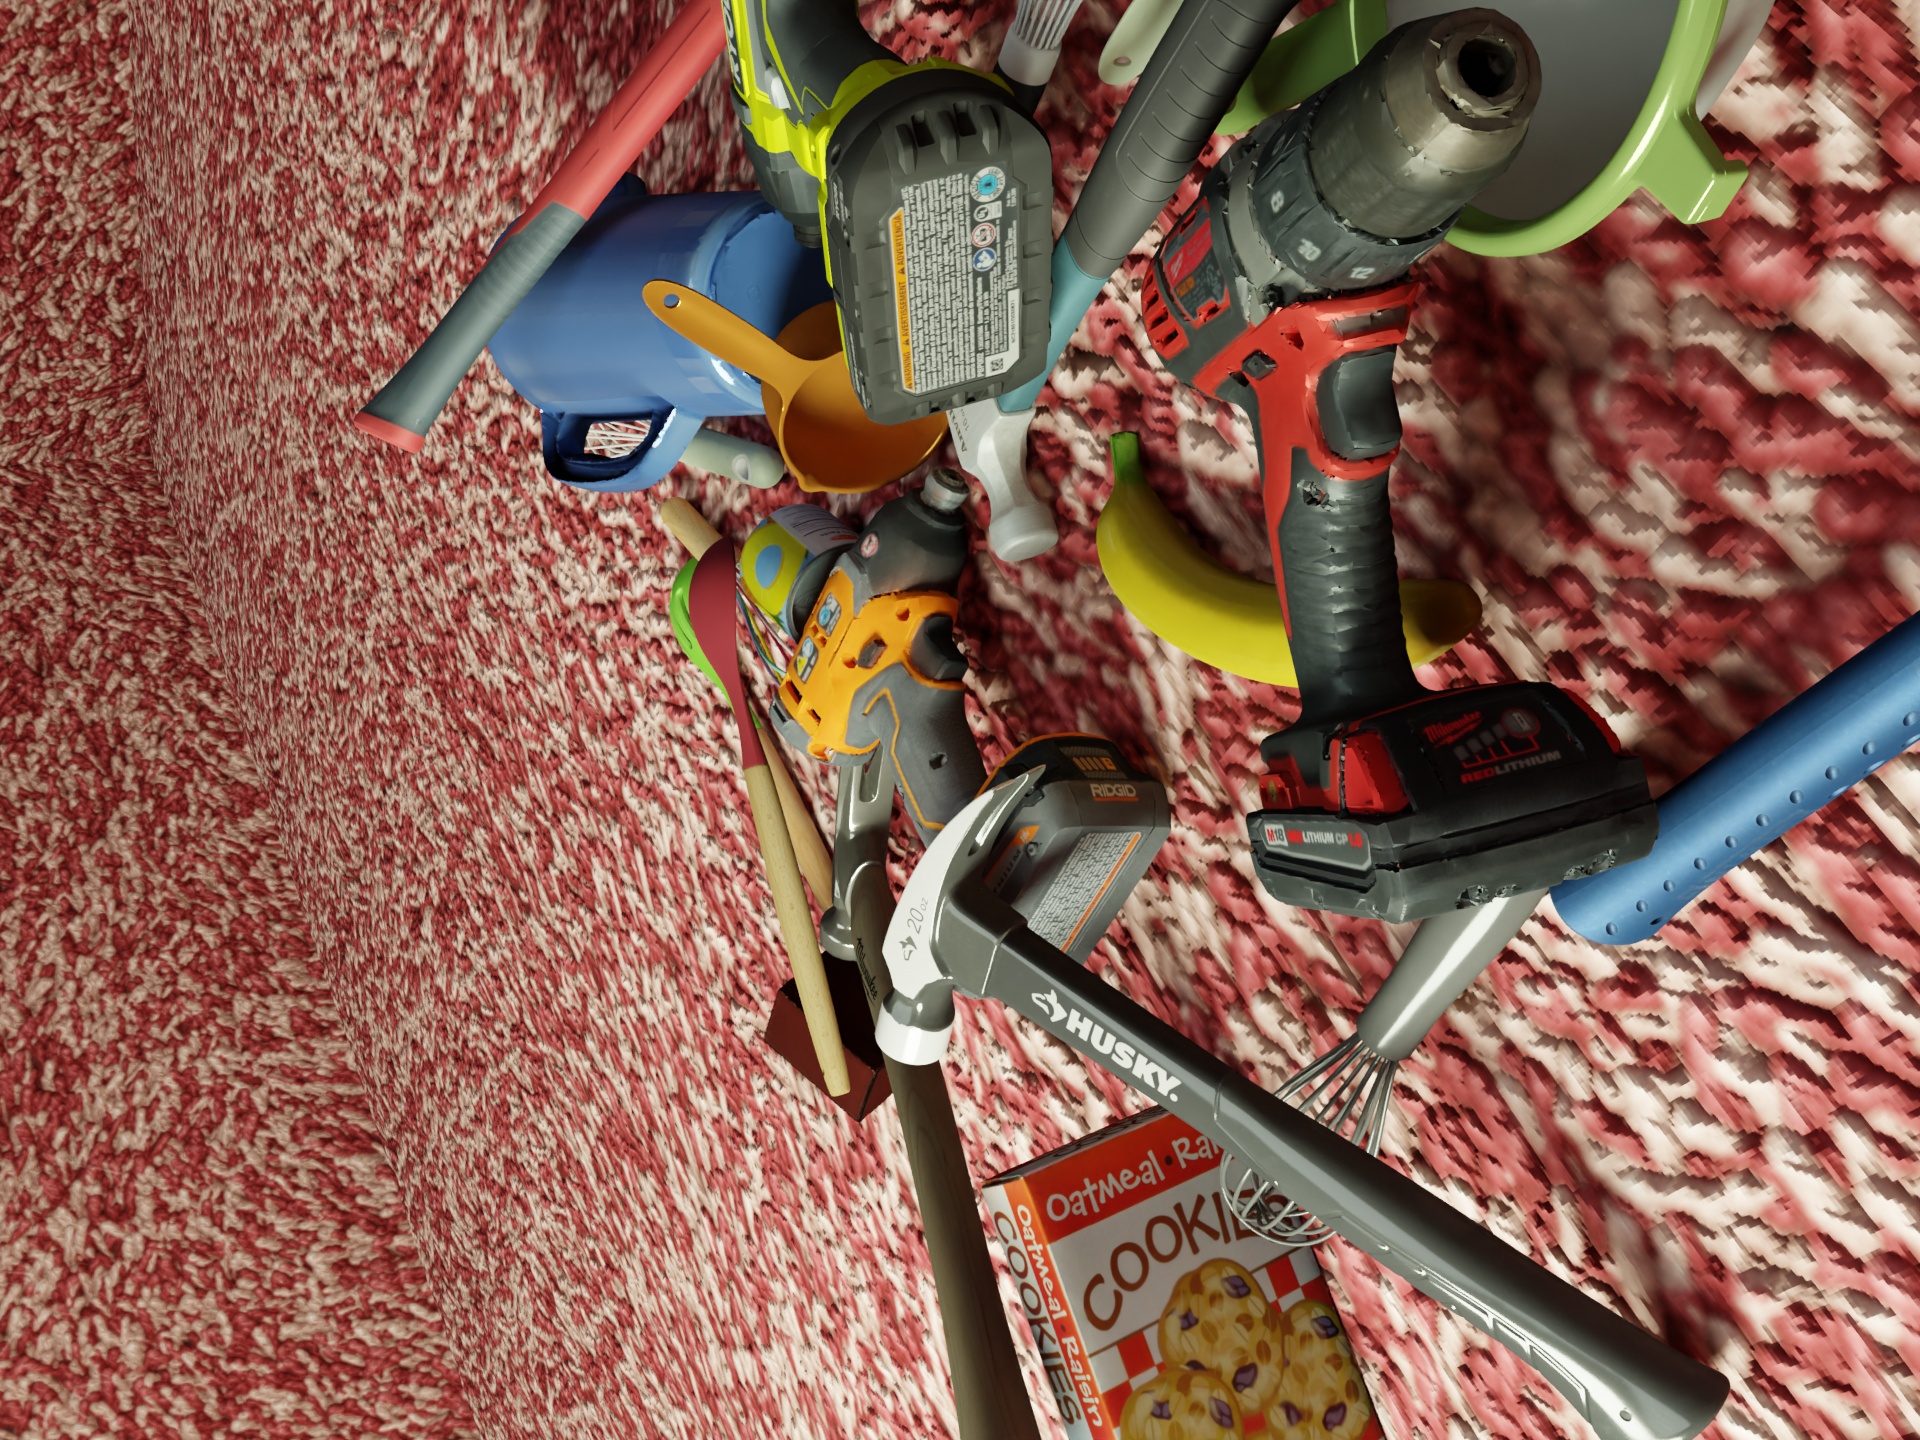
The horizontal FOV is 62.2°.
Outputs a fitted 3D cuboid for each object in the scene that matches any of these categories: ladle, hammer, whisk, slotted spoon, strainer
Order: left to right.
[{"bbox_3d":[-0.196,-0.285,0.816,0.386,0.038,0.143,-41,49,25],"label":"hammer"},{"bbox_3d":[-0.185,-0.180,1.004,0.246,0.059,0.057,25,129,45],"label":"whisk"},{"bbox_3d":[-0.130,-0.076,0.959,0.245,0.051,0.047,45,141,45],"label":"whisk"},{"bbox_3d":[-0.106,0.051,0.877,0.069,0.031,0.315,144,112,-70],"label":"ladle"},{"bbox_3d":[-0.119,0.029,0.993,0.314,0.031,0.070,62,150,20],"label":"slotted spoon"},{"bbox_3d":[-0.016,0.178,0.741,0.411,0.038,0.146,-110,23,-52],"label":"hammer"},{"bbox_3d":[0.037,-0.288,0.616,0.070,0.070,0.284,62,150,22],"label":"whisk"},{"bbox_3d":[0.054,-0.184,0.593,0.331,0.033,0.128,131,122,-64],"label":"hammer"},{"bbox_3d":[0.109,0.144,0.578,0.335,0.035,0.146,31,122,28],"label":"hammer"},{"bbox_3d":[0.158,0.116,0.580,0.055,0.055,0.238,52,136,34],"label":"whisk"},{"bbox_3d":[0.153,-0.210,0.468,0.256,0.069,0.151,-153,54,-71],"label":"strainer"},{"bbox_3d":[0.255,-0.047,0.325,0.035,0.144,0.405,65,155,22],"label":"hammer"}]

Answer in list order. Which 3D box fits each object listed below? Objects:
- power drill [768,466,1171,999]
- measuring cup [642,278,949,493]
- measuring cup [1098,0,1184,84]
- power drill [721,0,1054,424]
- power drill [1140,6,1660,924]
[{"bbox_3d":[-0.001,-0.002,0.742,0.227,0.084,0.164,54,127,38],"label":"power drill"},{"bbox_3d":[-0.080,-0.171,0.735,0.095,0.173,0.052,-44,47,22],"label":"measuring cup"},{"bbox_3d":[0.080,-0.281,0.553,0.167,0.083,0.038,146,126,-73],"label":"measuring cup"},{"bbox_3d":[-0.041,-0.229,0.649,0.171,0.080,0.223,87,161,-49],"label":"power drill"},{"bbox_3d":[0.120,-0.063,0.445,0.188,0.080,0.227,162,95,-80],"label":"power drill"}]
